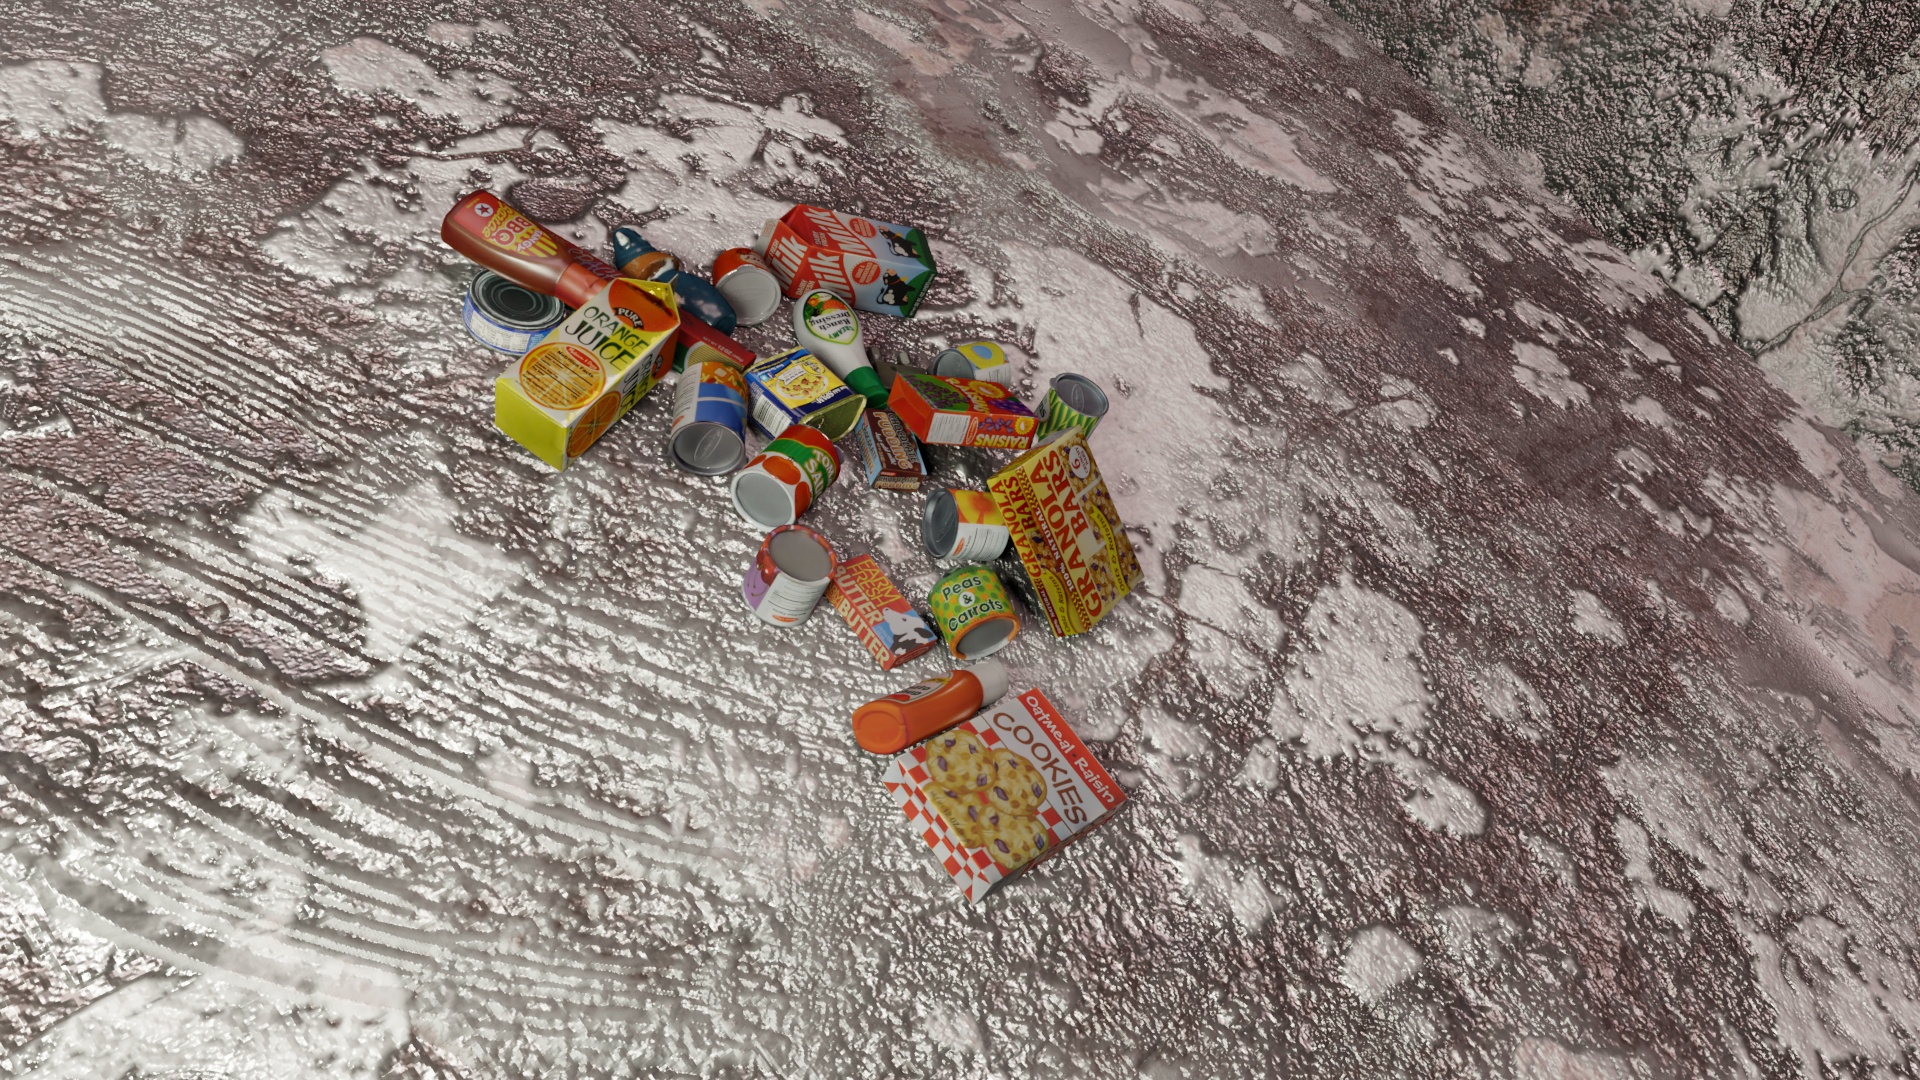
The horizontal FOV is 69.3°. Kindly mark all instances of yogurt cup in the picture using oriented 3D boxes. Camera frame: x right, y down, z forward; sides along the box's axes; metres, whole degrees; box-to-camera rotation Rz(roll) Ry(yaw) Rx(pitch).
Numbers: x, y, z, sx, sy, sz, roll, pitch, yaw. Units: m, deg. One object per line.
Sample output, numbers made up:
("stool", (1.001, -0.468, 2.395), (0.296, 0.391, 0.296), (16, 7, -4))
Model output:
("yogurt cup", (-0.218, -0.257, 1.393), (0.072, 0.072, 0.054), (7, 39, -27))

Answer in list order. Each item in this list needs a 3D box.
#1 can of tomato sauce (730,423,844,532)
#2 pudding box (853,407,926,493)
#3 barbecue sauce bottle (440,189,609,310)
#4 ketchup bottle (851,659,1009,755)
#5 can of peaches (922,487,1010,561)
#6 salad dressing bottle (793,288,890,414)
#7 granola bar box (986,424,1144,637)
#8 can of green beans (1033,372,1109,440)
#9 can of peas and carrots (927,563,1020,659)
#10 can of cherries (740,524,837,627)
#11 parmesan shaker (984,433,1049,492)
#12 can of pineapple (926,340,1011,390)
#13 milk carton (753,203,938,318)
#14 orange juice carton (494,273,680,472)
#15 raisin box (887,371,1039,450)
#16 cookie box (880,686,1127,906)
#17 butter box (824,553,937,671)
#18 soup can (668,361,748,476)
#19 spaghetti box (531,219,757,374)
("can of tomato sauce", (-0.152, -0.054, 1.228), (0.071, 0.070, 0.083), (35, 41, 3))
("pudding box", (-0.068, -0.087, 1.343), (0.050, 0.030, 0.084), (7, 47, -29))
("barbecue sauce bottle", (-0.384, -0.253, 1.243), (0.148, 0.043, 0.065), (32, 48, -1))
("ketchup bottle", (-0.018, 0.133, 1.136), (0.149, 0.064, 0.043), (-16, 94, -50))
("can of peaches", (0.005, -0.016, 1.290), (0.058, 0.071, 0.071), (4, 48, -30))
("salad dressing bottle", (-0.118, -0.189, 1.400), (0.064, 0.043, 0.148), (-19, 60, -24))
("granola bar box", (0.100, -0.010, 1.305), (0.125, 0.039, 0.165), (-37, 107, -48))
("can of green beans", (0.117, -0.137, 1.487), (0.071, 0.057, 0.071), (18, 43, -17))
("can of peas and carrots", (0.011, 0.062, 1.214), (0.071, 0.070, 0.059), (-3, 52, -34))
("can of cherries", (-0.144, 0.027, 1.160), (0.071, 0.058, 0.072), (18, 43, -17))
("parmesan shaker", (0.075, -0.057, 1.376), (0.071, 0.071, 0.103), (42, 42, 11))
("can of pineapple", (0.010, -0.173, 1.450), (0.058, 0.070, 0.071), (-20, 63, -44))
("milk carton", (-0.128, -0.300, 1.484), (0.191, 0.072, 0.074), (5, 48, -28))
("orange juice carton", (-0.306, -0.155, 1.193), (0.073, 0.071, 0.194), (35, 56, 3))
("raisin box", (0.003, -0.126, 1.360), (0.123, 0.040, 0.086), (1, 29, -32))
("cookie box", (0.037, 0.201, 1.117), (0.168, 0.040, 0.123), (-21, 63, -42))
("butter box", (-0.072, 0.061, 1.198), (0.053, 0.024, 0.104), (-22, 64, -44))
("soup can", (-0.221, -0.108, 1.240), (0.071, 0.071, 0.084), (15, 43, -19))
("spaghetti box", (-0.311, -0.215, 1.302), (0.250, 0.050, 0.029), (31, 39, -2))
